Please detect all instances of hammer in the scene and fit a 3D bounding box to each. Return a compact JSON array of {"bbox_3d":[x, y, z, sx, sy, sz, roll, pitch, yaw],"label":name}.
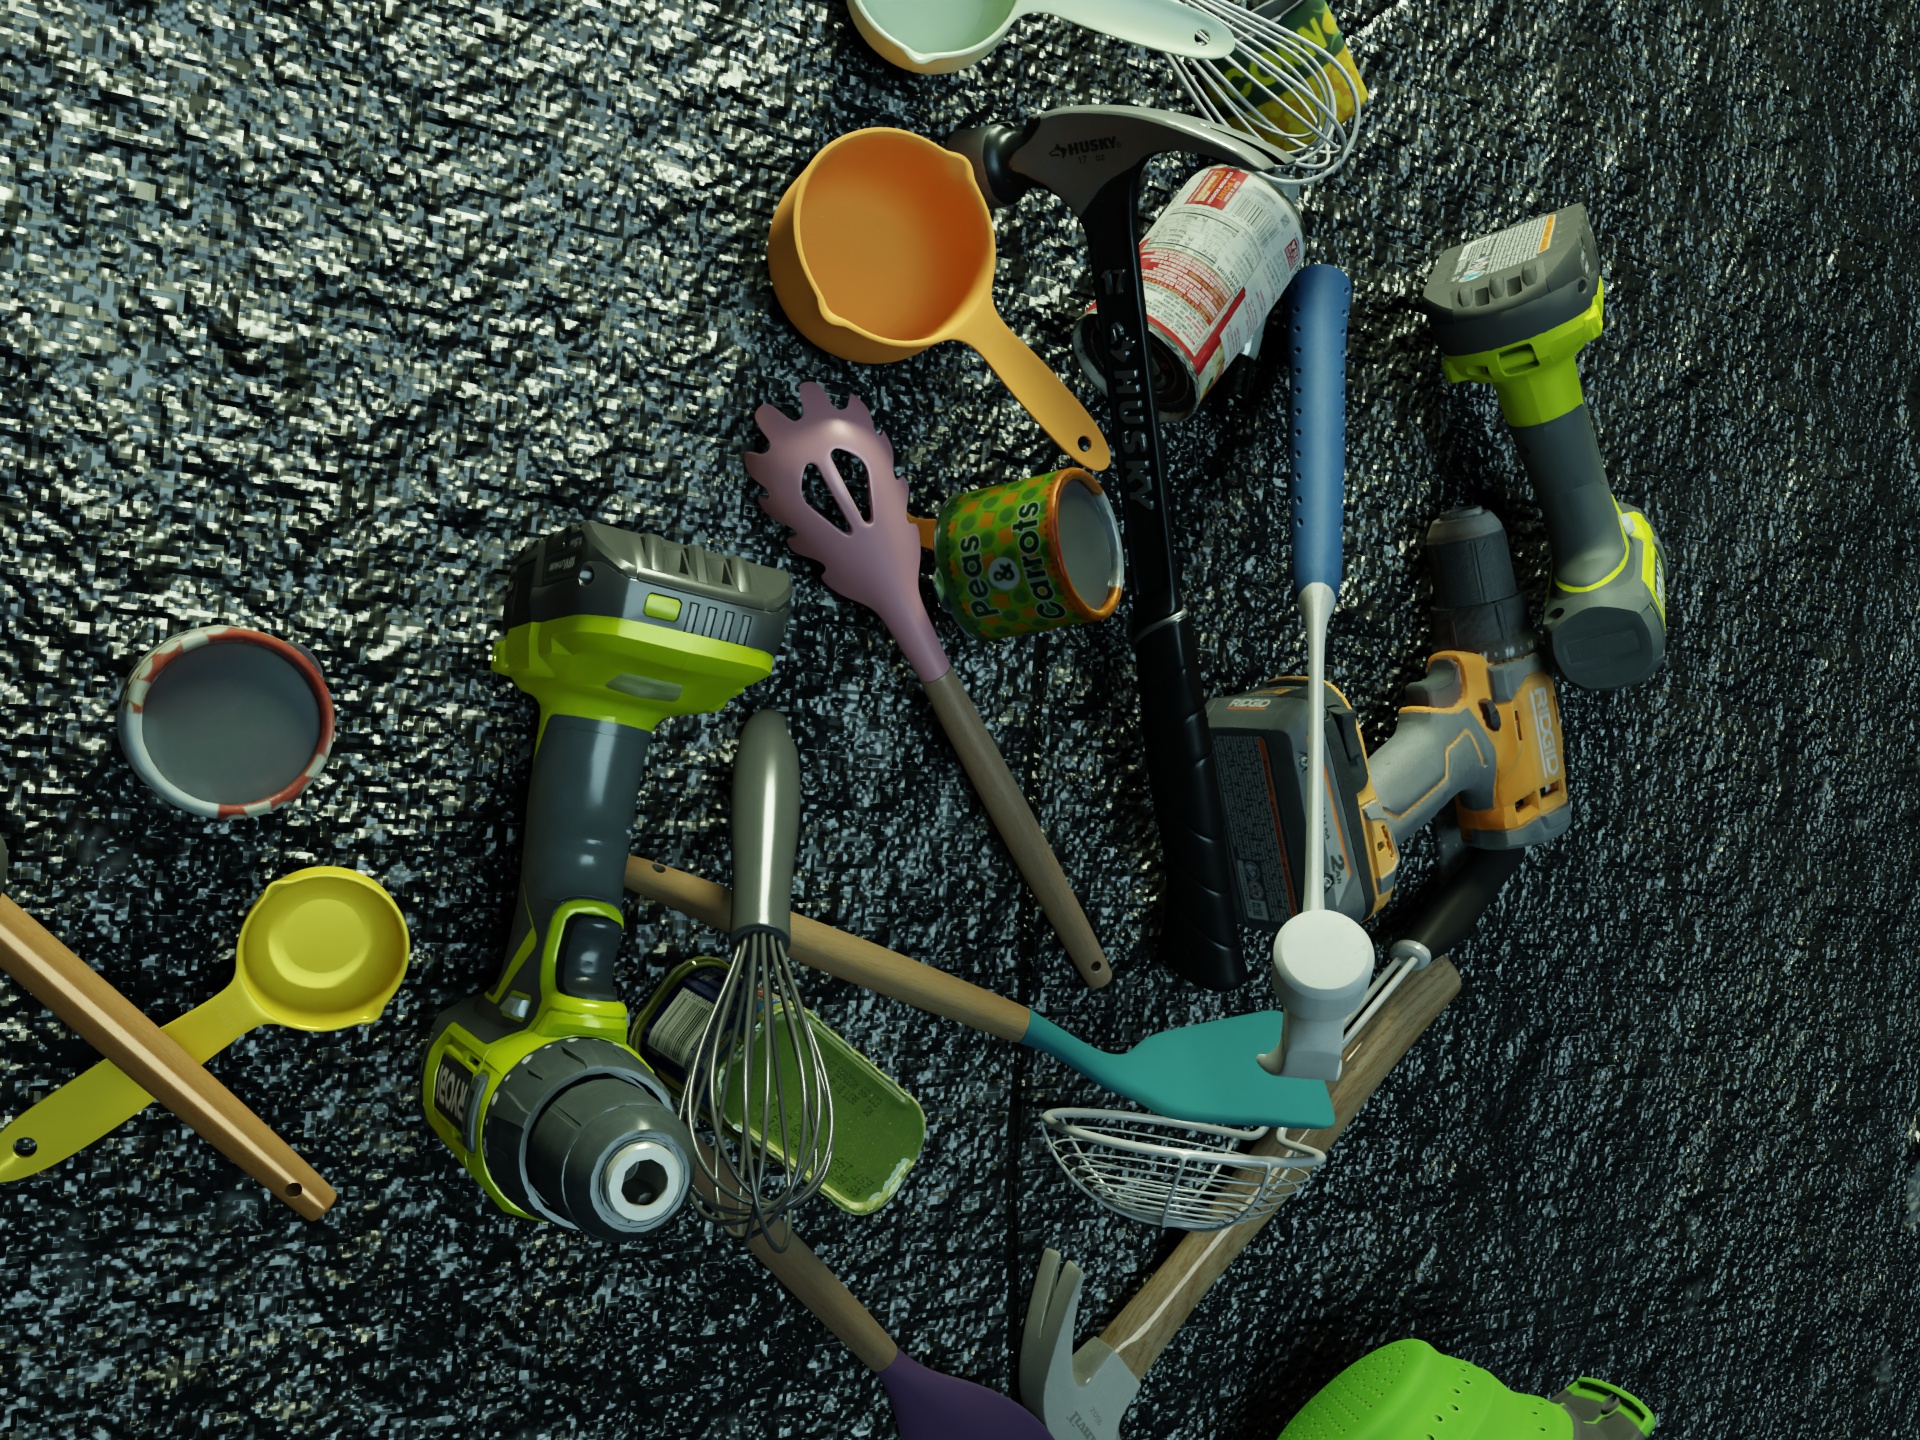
[{"bbox_3d":[0.153,0.238,0.818,0.331,0.031,0.130,-43,114,-22],"label":"hammer"},{"bbox_3d":[0.092,-0.061,0.709,0.036,0.149,0.408,-34,120,-46],"label":"hammer"},{"bbox_3d":[0.154,-0.040,0.695,0.144,0.035,0.406,78,17,-56],"label":"hammer"}]

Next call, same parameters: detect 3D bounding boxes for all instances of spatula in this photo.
[{"bbox_3d":[0.008,0.111,0.674,0.317,0.082,0.044,23,112,-15],"label":"spatula"},{"bbox_3d":[-0.318,0.055,0.497,0.081,0.041,0.322,-43,108,-10],"label":"spatula"},{"bbox_3d":[-0.046,0.264,0.701,0.060,0.018,0.315,-35,112,5],"label":"spatula"}]

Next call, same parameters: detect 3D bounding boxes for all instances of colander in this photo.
[{"bbox_3d":[0.161,0.437,0.801,0.397,0.204,0.094,-39,78,-7],"label":"colander"}]

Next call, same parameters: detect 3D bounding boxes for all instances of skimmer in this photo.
[{"bbox_3d":[0.188,0.129,0.799,0.363,0.127,0.090,-36,111,-35],"label":"skimmer"}]

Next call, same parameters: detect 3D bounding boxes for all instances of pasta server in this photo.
[{"bbox_3d":[-0.001,-0.002,0.704,0.060,0.040,0.316,-29,116,-2],"label":"pasta server"}]

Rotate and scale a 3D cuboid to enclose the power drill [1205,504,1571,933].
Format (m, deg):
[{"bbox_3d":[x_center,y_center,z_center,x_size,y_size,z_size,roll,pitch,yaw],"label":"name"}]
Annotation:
[{"bbox_3d":[0.225,-0.003,0.819,0.226,0.084,0.185,-18,101,-33],"label":"power drill"}]

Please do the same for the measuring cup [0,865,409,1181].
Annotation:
[{"bbox_3d":[-0.267,0.107,0.558,0.156,0.029,0.062,-34,108,-12],"label":"measuring cup"}]

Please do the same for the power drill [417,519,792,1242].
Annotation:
[{"bbox_3d":[-0.123,0.055,0.544,0.080,0.190,0.228,12,83,-28],"label":"power drill"}]

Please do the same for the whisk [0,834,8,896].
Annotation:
[{"bbox_3d":[-0.361,0.162,0.463,0.073,0.073,0.296,30,83,-30],"label":"whisk"}]

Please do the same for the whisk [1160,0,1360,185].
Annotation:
[{"bbox_3d":[0.075,-0.323,0.691,0.246,0.058,0.059,37,101,-10],"label":"whisk"}]

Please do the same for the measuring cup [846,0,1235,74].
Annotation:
[{"bbox_3d":[0.032,-0.300,0.669,0.167,0.038,0.083,11,92,-10],"label":"measuring cup"}]

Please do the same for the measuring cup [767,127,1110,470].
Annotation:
[{"bbox_3d":[-0.007,-0.164,0.667,0.173,0.052,0.095,43,72,-20],"label":"measuring cup"}]

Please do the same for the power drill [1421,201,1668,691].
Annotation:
[{"bbox_3d":[0.323,-0.148,0.849,0.223,0.080,0.171,65,32,-20],"label":"power drill"}]

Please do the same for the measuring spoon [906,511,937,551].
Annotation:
[{"bbox_3d":[0.008,-0.079,0.719,0.116,0.011,0.021,8,88,-35],"label":"measuring spoon"}]

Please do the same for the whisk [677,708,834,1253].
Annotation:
[{"bbox_3d":[-0.072,0.082,0.585,0.055,0.055,0.239,30,35,-30],"label":"whisk"}]
